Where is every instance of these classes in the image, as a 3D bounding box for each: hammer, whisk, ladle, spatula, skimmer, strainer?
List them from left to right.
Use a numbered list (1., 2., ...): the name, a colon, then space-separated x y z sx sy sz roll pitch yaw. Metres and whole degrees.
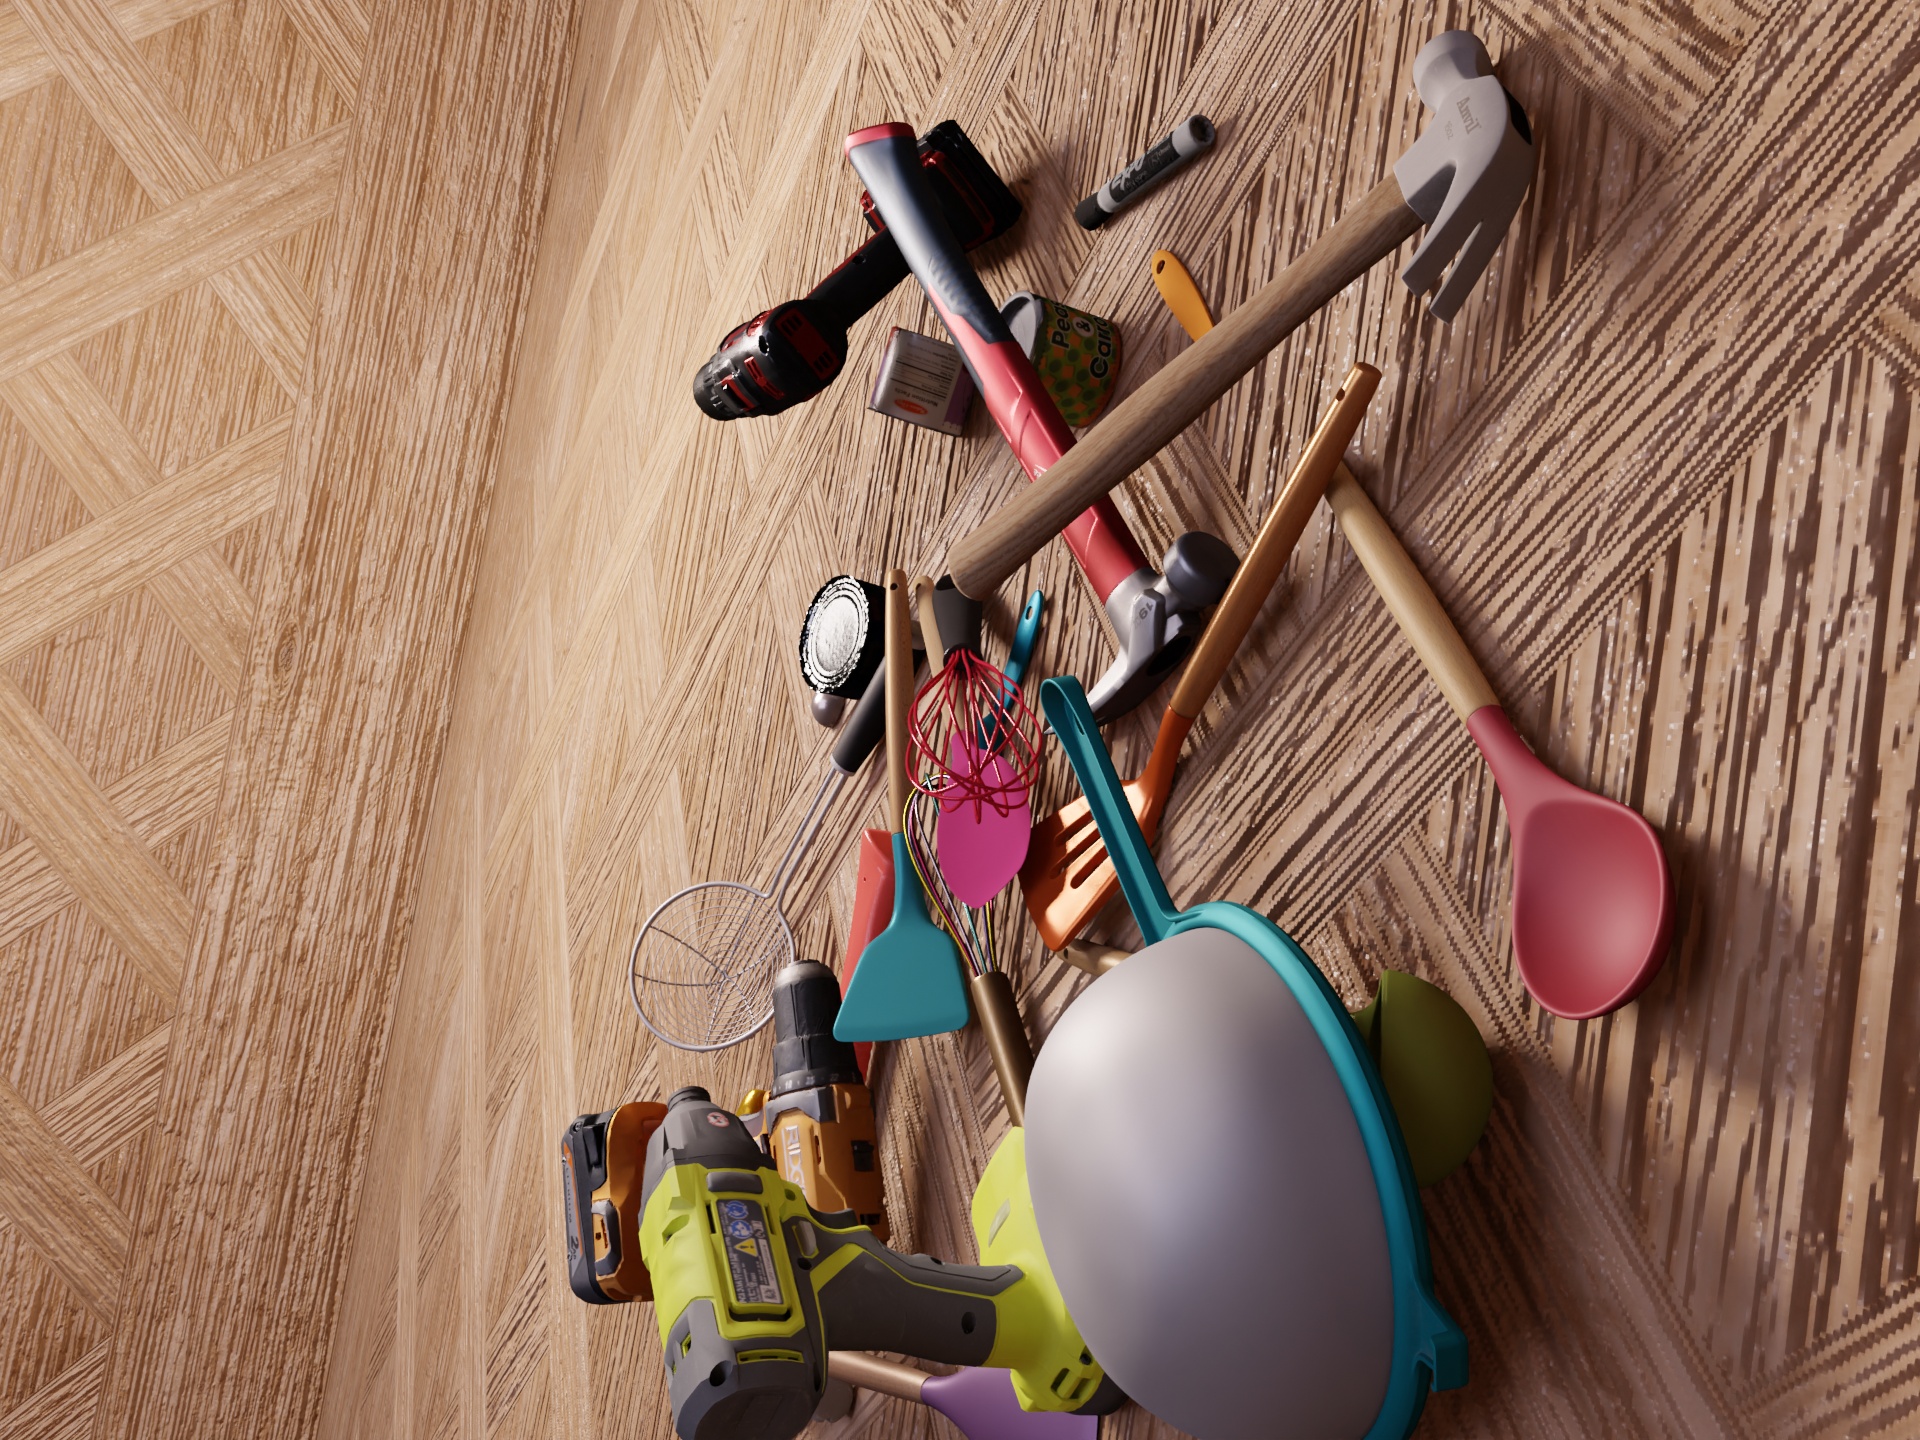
1. skimmer: -0.125 0.082 1.121 0.127 0.090 0.363 43 120 22
2. hammer: -0.082 0.248 1.030 0.149 0.036 0.359 7 87 63
3. spatula: -0.037 0.044 0.990 0.044 0.082 0.318 55 -150 -64
4. spatula: -0.031 0.359 0.868 0.316 0.018 0.060 -15 65 51
5. whisk: 0.003 -0.025 0.894 0.296 0.073 0.073 -96 27 -64
6. whisk: 0.013 0.125 0.887 0.051 0.047 0.245 96 161 -50
7. hammer: 0.017 -0.179 0.877 0.143 0.038 0.387 -52 55 42
8. strainer: 0.060 0.127 0.628 0.210 0.095 0.341 106 149 -55
9. spatula: 0.107 -0.025 0.746 0.081 0.041 0.322 -110 36 -47
10. hammer: 0.110 -0.155 0.715 0.331 0.031 0.130 -38 36 34
11. ladle: 0.109 0.125 0.684 0.320 0.062 0.078 -175 85 -66
12. ladle: 0.190 -0.018 0.613 0.069 0.031 0.316 -56 32 33

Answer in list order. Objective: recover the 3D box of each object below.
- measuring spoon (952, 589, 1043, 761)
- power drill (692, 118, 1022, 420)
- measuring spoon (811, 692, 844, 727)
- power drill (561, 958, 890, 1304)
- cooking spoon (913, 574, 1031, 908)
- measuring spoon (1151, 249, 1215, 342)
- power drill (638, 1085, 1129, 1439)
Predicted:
1. measuring spoon: 0.020 -0.020 0.949 0.042 0.021 0.128 50 126 57
2. power drill: -0.083 -0.286 1.070 0.227 0.080 0.188 -49 20 -18
3. measuring spoon: -0.083 -0.046 1.168 0.124 0.018 0.034 -60 32 31
4. power drill: -0.146 0.261 0.987 0.226 0.084 0.185 -23 65 31
5. cooking spoon: -0.002 -0.003 0.945 0.068 0.017 0.319 -47 30 21
6. measuring spoon: 0.119 -0.220 0.847 0.021 0.011 0.117 -58 33 35
7. power drill: -0.032 0.240 0.723 0.080 0.223 0.171 -64 30 26
